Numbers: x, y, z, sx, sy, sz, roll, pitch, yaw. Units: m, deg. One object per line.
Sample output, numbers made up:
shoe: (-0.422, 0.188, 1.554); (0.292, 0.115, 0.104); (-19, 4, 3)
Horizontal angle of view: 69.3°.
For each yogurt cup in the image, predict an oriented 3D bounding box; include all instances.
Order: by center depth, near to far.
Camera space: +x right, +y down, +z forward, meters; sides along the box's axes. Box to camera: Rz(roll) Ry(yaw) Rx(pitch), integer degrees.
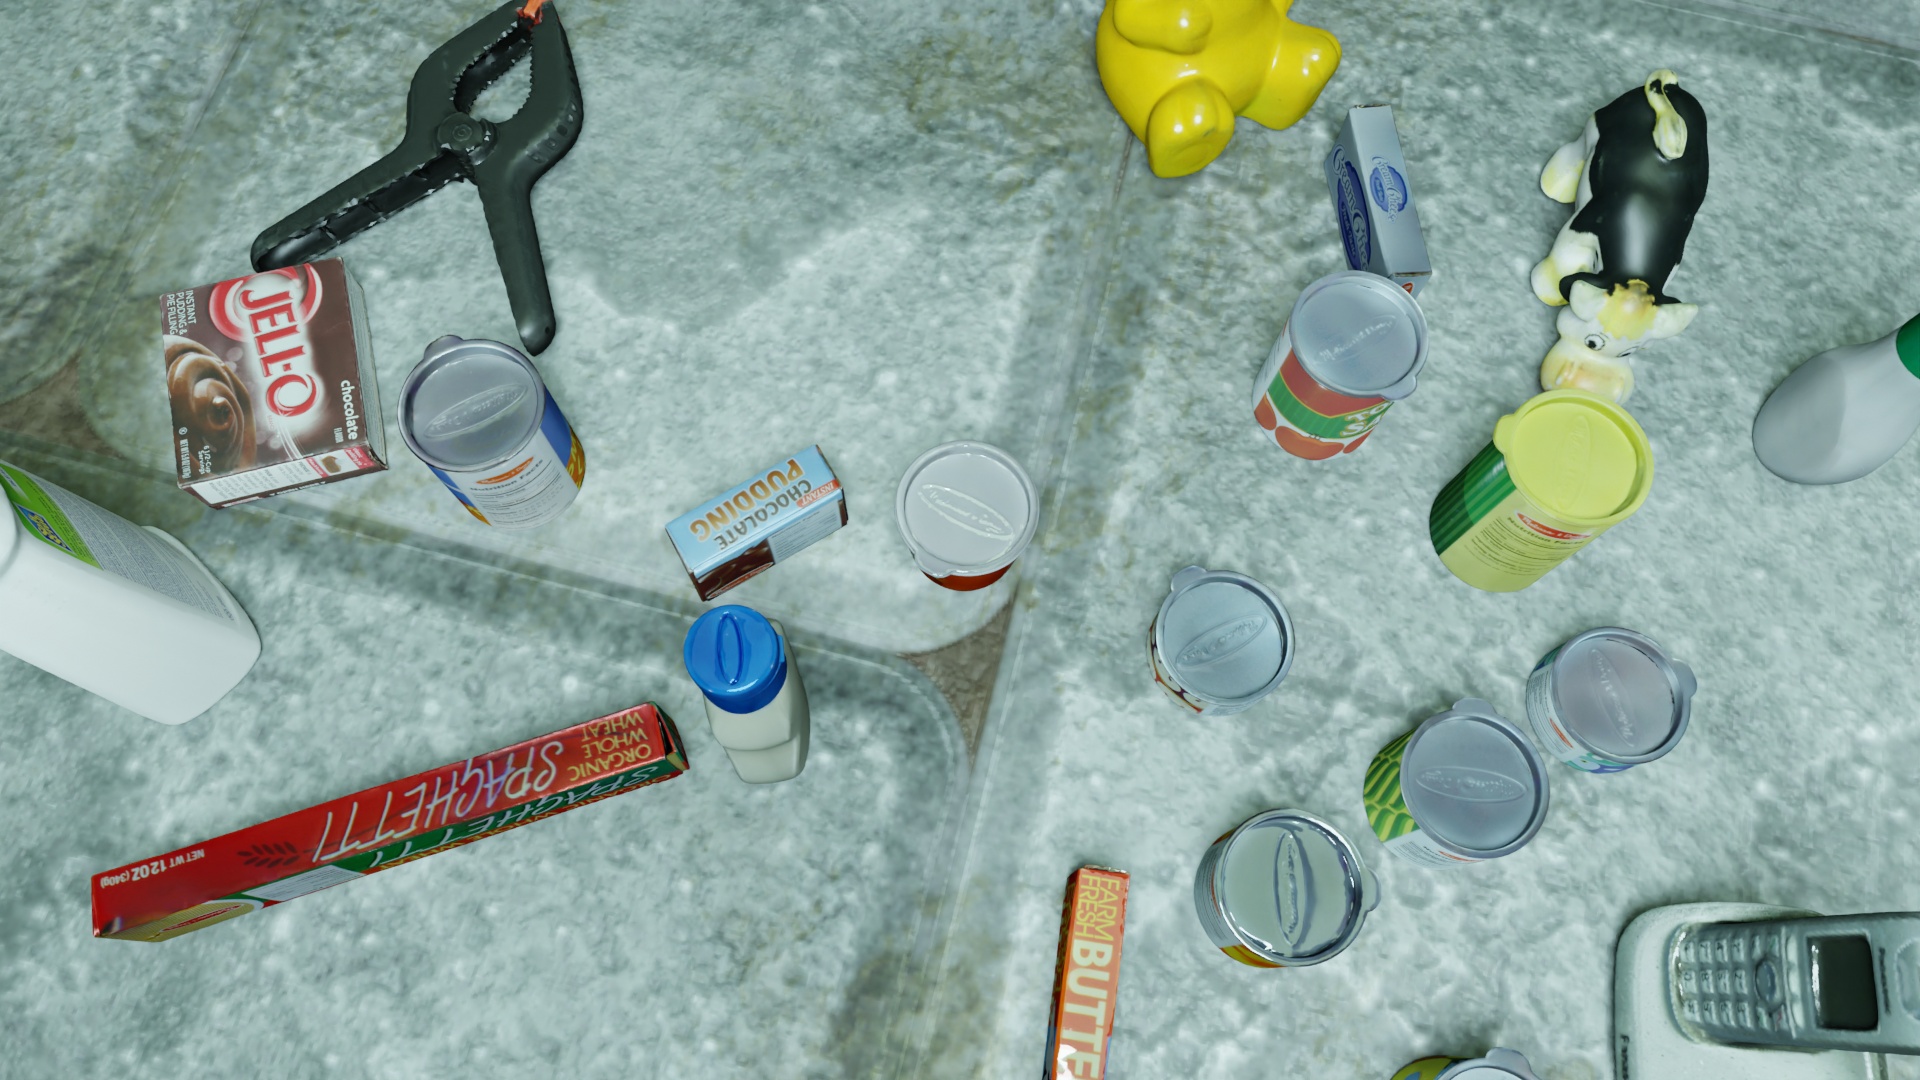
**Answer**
yogurt cup: (0.002, -0.008, 0.673); (0.072, 0.053, 0.072); (1, 71, -2)

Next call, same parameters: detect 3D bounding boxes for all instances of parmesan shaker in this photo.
parmesan shaker: (0.269, -0.022, 0.660); (0.071, 0.102, 0.071); (1, 71, -1)

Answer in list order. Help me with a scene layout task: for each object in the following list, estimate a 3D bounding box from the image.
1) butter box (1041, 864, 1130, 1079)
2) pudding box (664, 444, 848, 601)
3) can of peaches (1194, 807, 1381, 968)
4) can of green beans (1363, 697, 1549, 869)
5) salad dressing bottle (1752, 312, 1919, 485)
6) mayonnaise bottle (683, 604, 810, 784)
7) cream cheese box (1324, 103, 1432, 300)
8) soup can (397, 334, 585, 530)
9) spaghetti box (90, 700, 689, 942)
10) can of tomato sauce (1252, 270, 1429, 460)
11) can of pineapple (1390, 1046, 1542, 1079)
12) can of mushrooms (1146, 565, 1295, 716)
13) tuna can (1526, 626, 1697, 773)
butter box: (0.054, 0.196, 0.605); (0.024, 0.053, 0.104); (9, 71, 1)
pudding box: (-0.097, -0.008, 0.672); (0.084, 0.049, 0.030); (-30, 75, -11)
can of peaches: (0.143, 0.156, 0.619); (0.071, 0.058, 0.071); (1, 71, -2)
can of green beans: (0.225, 0.115, 0.636); (0.071, 0.057, 0.071); (1, 71, -2)
salad dressing bottle: (0.439, -0.073, 0.660); (0.044, 0.147, 0.064); (3, 71, -1)
mayonnaise bottle: (-0.090, 0.064, 0.596); (0.041, 0.147, 0.065); (-6, 72, -4)
cream cheese box: (0.220, -0.173, 0.737); (0.024, 0.053, 0.104); (-6, 71, -3)
soup can: (-0.223, -0.051, 0.665); (0.071, 0.083, 0.071); (1, 71, -1)
spaghetti box: (-0.247, 0.126, 0.621); (0.250, 0.050, 0.029); (-17, 73, -7)
can of tomato sauce: (0.187, -0.083, 0.690); (0.071, 0.083, 0.071); (1, 71, -1)
can of pineapple: (0.217, 0.252, 0.588); (0.071, 0.057, 0.071); (1, 71, -2)
can of mushrooms: (0.123, 0.048, 0.668); (0.071, 0.033, 0.071); (1, 71, -2)
tuna can: (0.311, 0.076, 0.665); (0.071, 0.032, 0.071); (1, 71, -2)
